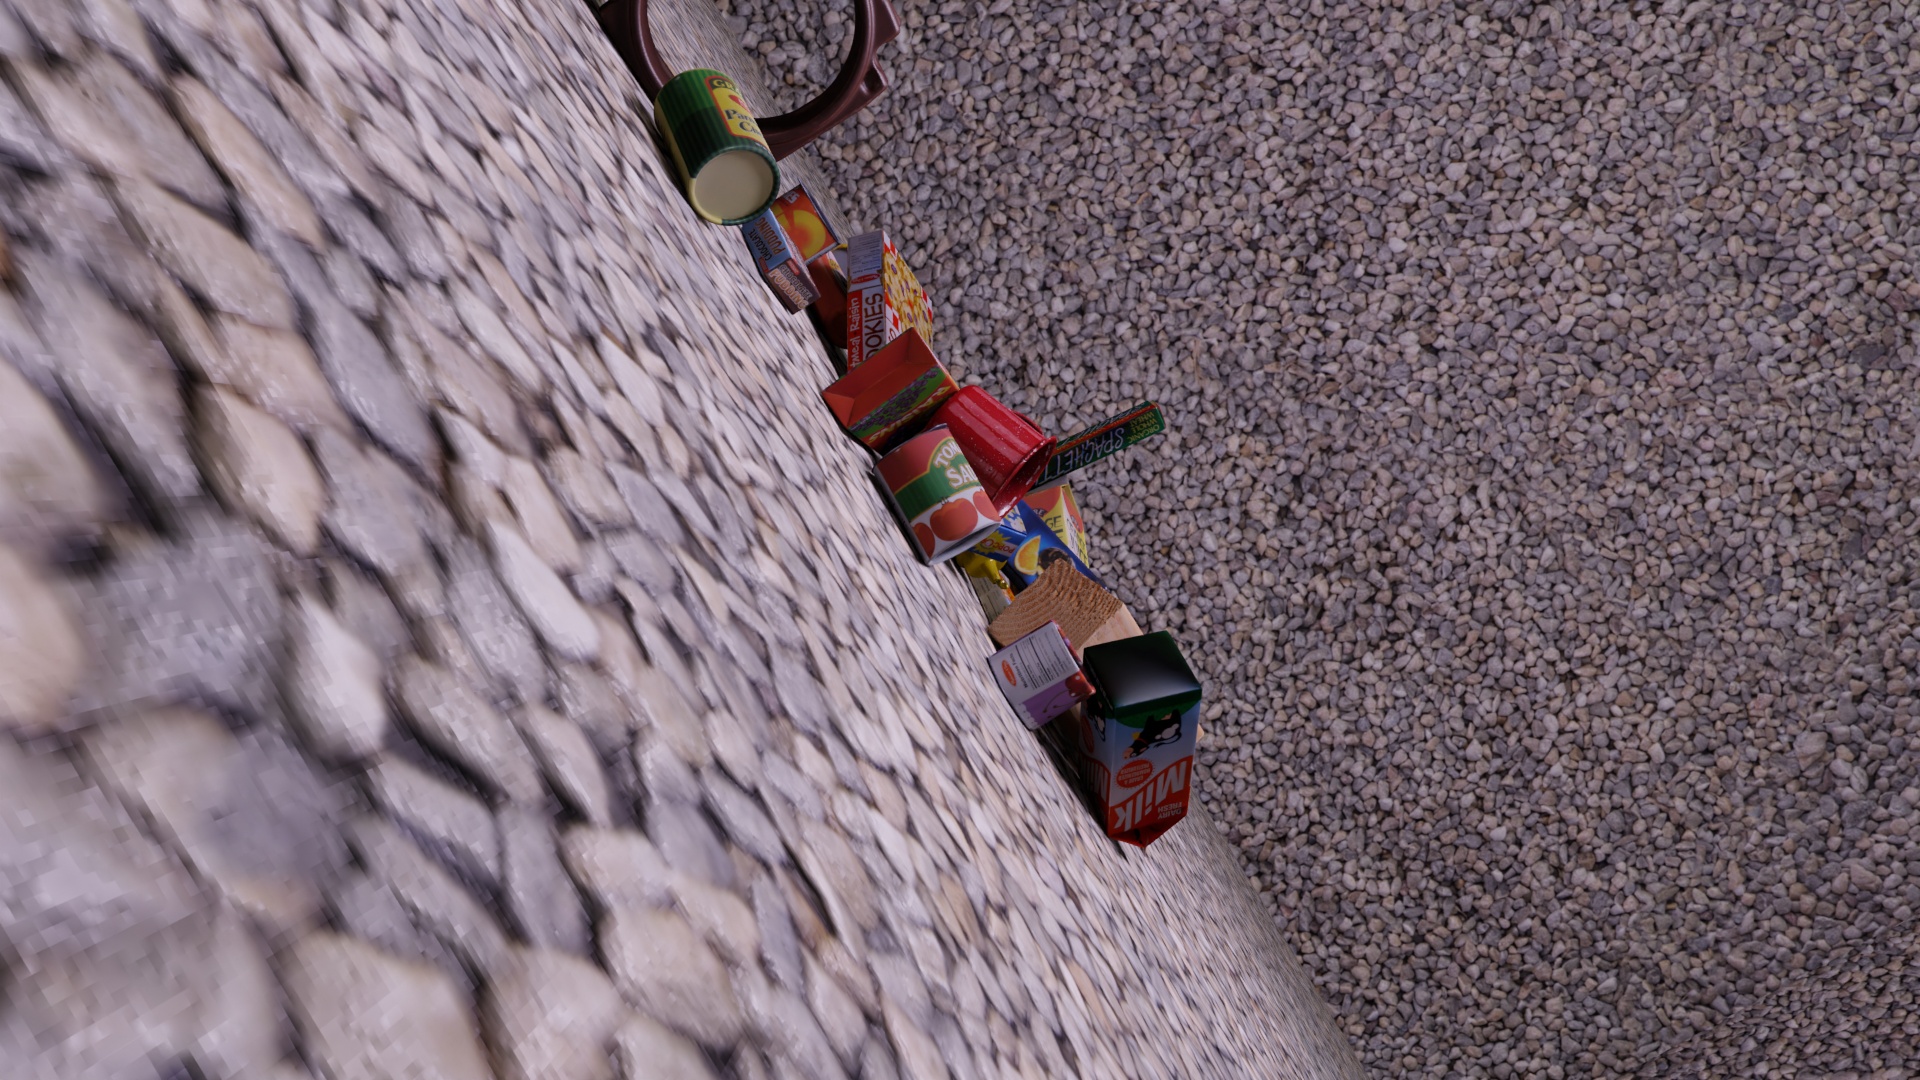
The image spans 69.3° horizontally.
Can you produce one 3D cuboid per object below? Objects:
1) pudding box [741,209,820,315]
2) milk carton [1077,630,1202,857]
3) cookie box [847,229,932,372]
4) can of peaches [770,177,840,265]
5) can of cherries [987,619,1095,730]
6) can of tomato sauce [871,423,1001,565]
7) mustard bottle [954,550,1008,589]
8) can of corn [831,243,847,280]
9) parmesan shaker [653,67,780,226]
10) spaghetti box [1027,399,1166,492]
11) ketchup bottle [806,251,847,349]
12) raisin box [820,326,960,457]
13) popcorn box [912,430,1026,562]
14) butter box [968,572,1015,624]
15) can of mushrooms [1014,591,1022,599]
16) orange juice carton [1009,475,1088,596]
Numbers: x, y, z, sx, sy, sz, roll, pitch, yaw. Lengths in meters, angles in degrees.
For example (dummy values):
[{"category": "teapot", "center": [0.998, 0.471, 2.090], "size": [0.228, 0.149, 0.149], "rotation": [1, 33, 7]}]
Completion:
[{"category": "pudding box", "center": [-0.147, -0.228, 1.134], "size": [0.049, 0.030, 0.084], "rotation": [53, 8, -45]}, {"category": "milk carton", "center": [0.141, 0.171, 1.123], "size": [0.072, 0.073, 0.189], "rotation": [-115, -162, -48]}, {"category": "cookie box", "center": [-0.062, -0.179, 1.272], "size": [0.122, 0.040, 0.168], "rotation": [50, 34, -59]}, {"category": "can of peaches", "center": [-0.152, -0.286, 1.270], "size": [0.071, 0.058, 0.071], "rotation": [58, 6, -9]}, {"category": "can of cherries", "center": [0.063, 0.102, 1.056], "size": [0.071, 0.058, 0.071], "rotation": [58, 5, -8]}, {"category": "can of tomato sauce", "center": [-0.016, -0.034, 1.031], "size": [0.083, 0.071, 0.071], "rotation": [60, 5, 8]}, {"category": "mustard bottle", "center": [0.004, -0.016, 1.241], "size": [0.065, 0.049, 0.161], "rotation": [40, 18, -52]}, {"category": "can of corn", "center": [-0.120, -0.276, 1.469], "size": [0.071, 0.071, 0.058], "rotation": [60, 5, 14]}, {"category": "parmesan shaker", "center": [-0.171, -0.276, 0.982], "size": [0.071, 0.071, 0.103], "rotation": [52, 8, -53]}, {"category": "spaghetti box", "center": [0.106, -0.088, 1.527], "size": [0.050, 0.250, 0.028], "rotation": [-103, 168, -76]}, {"category": "ketchup bottle", "center": [-0.135, -0.252, 1.324], "size": [0.149, 0.043, 0.064], "rotation": [61, 6, 30]}, {"category": "raisin box", "center": [-0.050, -0.112, 1.074], "size": [0.040, 0.086, 0.123], "rotation": [55, 4, 11]}, {"category": "popcorn box", "center": [0.000, -0.046, 1.177], "size": [0.085, 0.038, 0.127], "rotation": [19, 36, -32]}, {"category": "butter box", "center": [0.038, 0.062, 1.248], "size": [0.053, 0.024, 0.104], "rotation": [54, 7, -37]}, {"category": "can of mushrooms", "center": [0.067, 0.085, 1.347], "size": [0.071, 0.033, 0.071], "rotation": [59, 4, -7]}, {"category": "orange juice carton", "center": [0.094, 0.012, 1.508], "size": [0.072, 0.072, 0.193], "rotation": [53, 26, -50]}]
